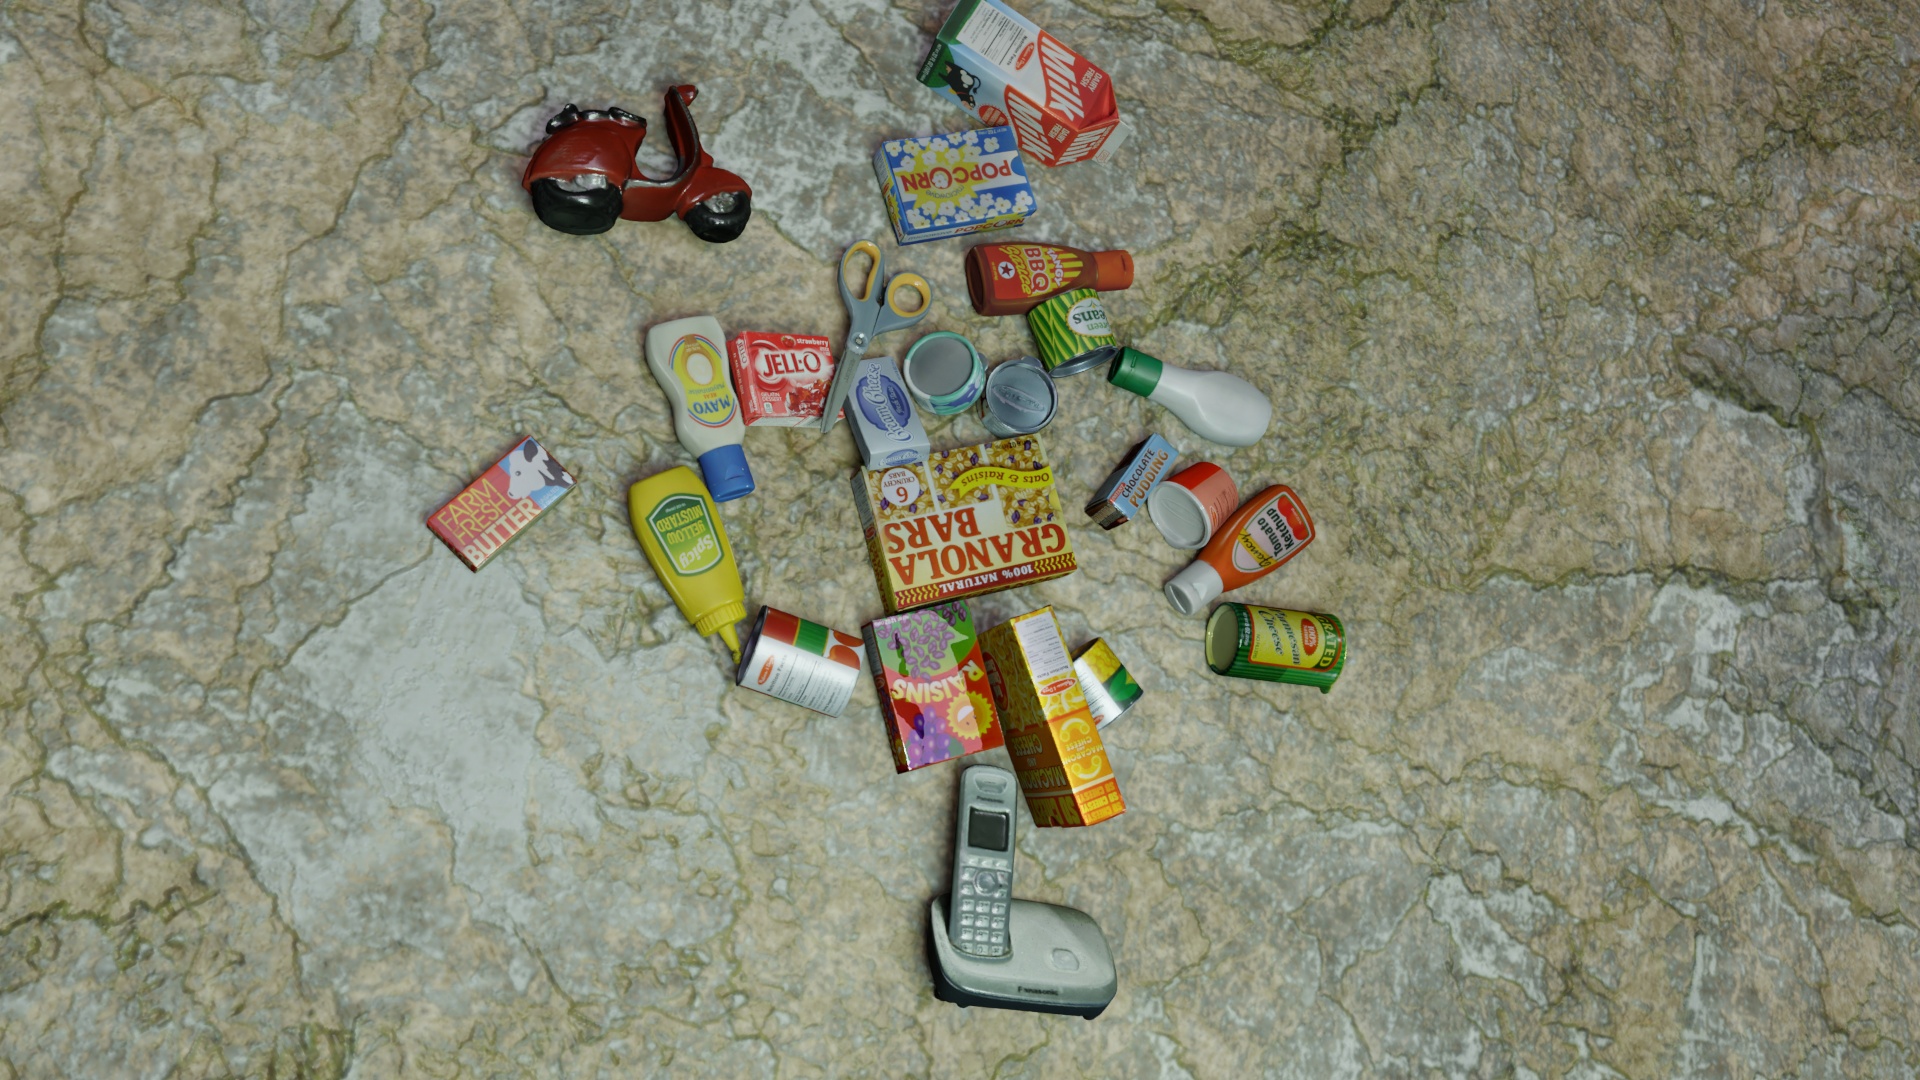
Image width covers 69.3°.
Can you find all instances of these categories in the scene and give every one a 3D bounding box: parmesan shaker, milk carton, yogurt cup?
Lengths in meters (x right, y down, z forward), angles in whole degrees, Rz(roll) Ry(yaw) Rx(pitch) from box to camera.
[{"bbox_3d":[0.274,0.094,1.210,0.103,0.071,0.071,8,75,-16],"label":"parmesan shaker"},{"bbox_3d":[0.064,-0.410,1.265,0.190,0.072,0.074,31,70,-7],"label":"milk carton"},{"bbox_3d":[0.207,-0.034,1.223,0.054,0.072,0.072,-36,90,-30],"label":"yogurt cup"}]

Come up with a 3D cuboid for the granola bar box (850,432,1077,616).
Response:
[{"bbox_3d":[0.004,-0.015,1.165,0.166,0.039,0.124,-12,81,-20],"label":"granola bar box"}]

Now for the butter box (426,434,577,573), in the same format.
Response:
[{"bbox_3d":[-0.349,-0.028,1.061,0.053,0.024,0.104,46,68,-4],"label":"butter box"}]

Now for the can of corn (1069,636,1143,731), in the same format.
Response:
[{"bbox_3d":[0.109,0.121,1.152,0.071,0.071,0.058,-37,90,-22],"label":"can of corn"}]

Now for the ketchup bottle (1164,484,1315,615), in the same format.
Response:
[{"bbox_3d":[0.246,0.012,1.234,0.149,0.043,0.064,-35,98,-21],"label":"ketchup bottle"}]

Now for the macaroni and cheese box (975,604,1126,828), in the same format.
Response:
[{"bbox_3d":[0.065,0.143,1.100,0.040,0.123,0.166,-18,83,-18],"label":"macaroni and cheese box"}]

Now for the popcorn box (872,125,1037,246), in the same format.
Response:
[{"bbox_3d":[-0.006,-0.316,1.237,0.127,0.038,0.085,-14,80,-20],"label":"popcorn box"}]

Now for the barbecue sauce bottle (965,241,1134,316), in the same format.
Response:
[{"bbox_3d":[0.082,-0.237,1.242,0.149,0.043,0.065,-8,78,-20],"label":"barbecue sauce bottle"}]

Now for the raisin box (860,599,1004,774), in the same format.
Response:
[{"bbox_3d":[-0.023,0.117,1.122,0.086,0.040,0.123,-12,82,-21],"label":"raisin box"}]

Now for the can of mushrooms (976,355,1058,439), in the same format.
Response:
[{"bbox_3d":[0.050,-0.123,1.209,0.071,0.033,0.071,4,76,-16],"label":"can of mushrooms"}]

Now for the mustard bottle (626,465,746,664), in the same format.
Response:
[{"bbox_3d":[-0.204,0.022,1.083,0.065,0.048,0.160,-25,85,-19],"label":"mustard bottle"}]

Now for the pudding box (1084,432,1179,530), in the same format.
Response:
[{"bbox_3d":[0.150,-0.052,1.215,0.030,0.049,0.084,41,68,-7],"label":"pudding box"}]

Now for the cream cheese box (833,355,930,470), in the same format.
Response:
[{"bbox_3d":[-0.066,-0.106,1.152,0.053,0.024,0.104,-11,55,-18],"label":"cream cheese box"}]

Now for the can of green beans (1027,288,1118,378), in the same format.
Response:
[{"bbox_3d":[0.099,-0.182,1.222,0.071,0.071,0.058,-16,82,-21],"label":"can of green beans"}]

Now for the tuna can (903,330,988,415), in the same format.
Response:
[{"bbox_3d":[-0.012,-0.144,1.179,0.071,0.032,0.071,-3,71,11],"label":"tuna can"}]

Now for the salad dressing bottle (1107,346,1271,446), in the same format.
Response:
[{"bbox_3d":[0.207,-0.133,1.258,0.148,0.044,0.064,21,73,-11],"label":"salad dressing bottle"}]

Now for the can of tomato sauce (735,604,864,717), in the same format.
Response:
[{"bbox_3d":[-0.124,0.094,1.083,0.083,0.071,0.071,21,72,-13],"label":"can of tomato sauce"}]

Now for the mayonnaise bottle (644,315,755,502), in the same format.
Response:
[{"bbox_3d":[-0.204,-0.105,1.118,0.065,0.041,0.148,-16,82,-27],"label":"mayonnaise bottle"}]
